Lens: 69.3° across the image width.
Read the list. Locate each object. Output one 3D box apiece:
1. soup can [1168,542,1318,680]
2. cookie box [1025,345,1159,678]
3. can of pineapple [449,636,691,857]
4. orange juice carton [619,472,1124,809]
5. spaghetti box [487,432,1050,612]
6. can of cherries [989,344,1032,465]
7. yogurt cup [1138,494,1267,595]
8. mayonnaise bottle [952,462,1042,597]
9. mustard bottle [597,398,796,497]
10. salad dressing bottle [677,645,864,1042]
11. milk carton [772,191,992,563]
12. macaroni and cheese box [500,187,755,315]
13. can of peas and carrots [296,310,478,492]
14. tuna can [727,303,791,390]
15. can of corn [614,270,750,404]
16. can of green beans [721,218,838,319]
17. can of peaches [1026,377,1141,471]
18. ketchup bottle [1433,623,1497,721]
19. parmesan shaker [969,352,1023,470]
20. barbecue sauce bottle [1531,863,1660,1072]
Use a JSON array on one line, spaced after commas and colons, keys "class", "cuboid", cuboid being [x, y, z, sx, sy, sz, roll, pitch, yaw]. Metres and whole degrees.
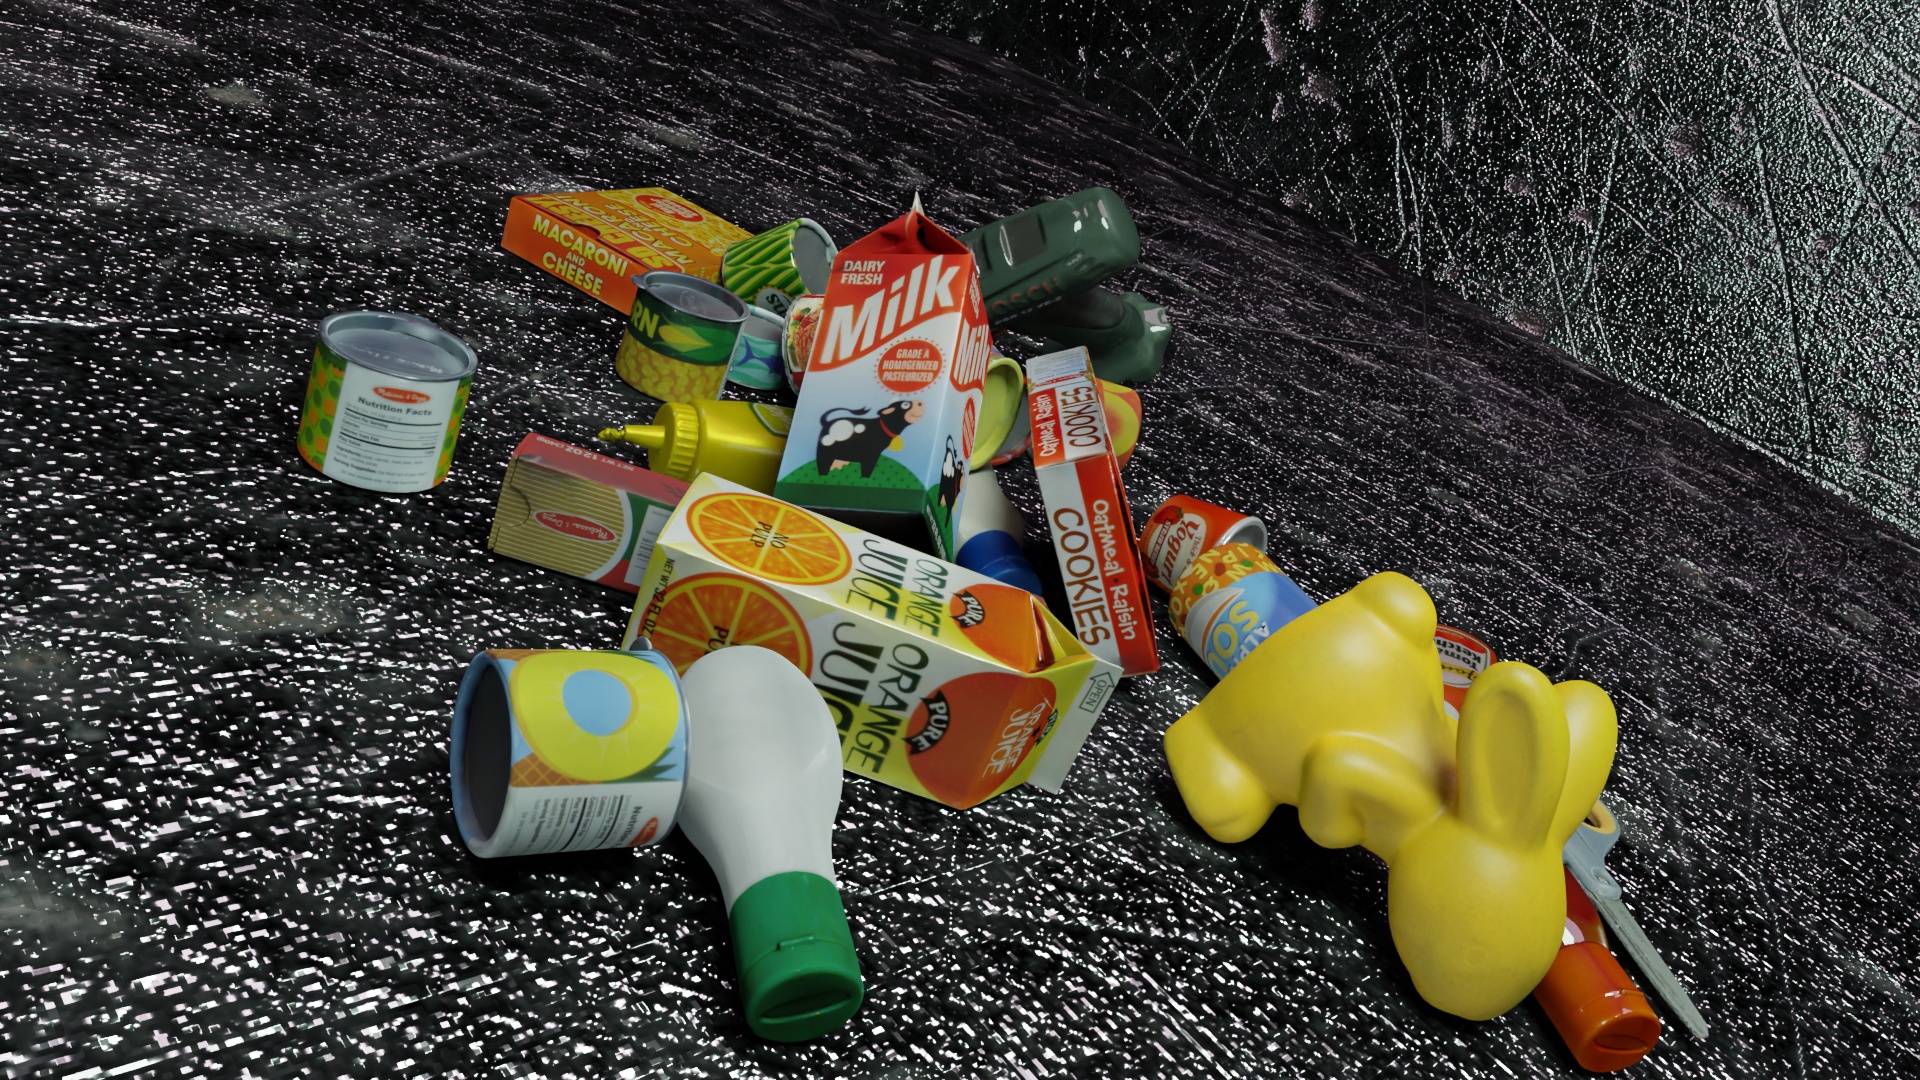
[{"class": "soup can", "cuboid": [0.158, 0.050, 0.750, 0.071, 0.071, 0.084, 8, 27, -32]}, {"class": "cookie box", "cuboid": [0.070, -0.019, 0.745, 0.040, 0.122, 0.168, -13, 24, 7]}, {"class": "can of pineapple", "cuboid": [-0.129, 0.067, 0.454, 0.058, 0.070, 0.071, 4, 30, -36]}, {"class": "orange juice carton", "cuboid": [-0.035, 0.047, 0.573, 0.193, 0.071, 0.073, 20, 24, -6]}, {"class": "spaghetti box", "cuboid": [-0.080, 0.016, 0.624, 0.250, 0.050, 0.029, 18, 25, -12]}, {"class": "can of cherries", "cuboid": [0.016, -0.090, 0.912, 0.071, 0.071, 0.058, 4, 30, -37]}, {"class": "yogurt cup", "cuboid": [0.142, 0.008, 0.827, 0.054, 0.072, 0.072, 30, 23, 34]}, {"class": "mayonnaise bottle", "cuboid": [0.003, -0.010, 0.765, 0.065, 0.041, 0.149, 7, 30, -24]}, {"class": "mustard bottle", "cuboid": [-0.109, -0.045, 0.727, 0.160, 0.048, 0.065, 7, 26, -32]}, {"class": "salad dressing bottle", "cuboid": [-0.066, 0.098, 0.472, 0.064, 0.043, 0.148, -8, 37, -13]}, {"class": "milk carton", "cuboid": [-0.031, -0.079, 0.690, 0.073, 0.072, 0.191, 3, 60, 12]}, {"class": "macaroni and cheese box", "cuboid": [-0.216, -0.205, 0.974, 0.124, 0.040, 0.167, 29, 24, 14]}, {"class": "can of peas and carrots", "cuboid": [-0.256, -0.063, 0.621, 0.071, 0.058, 0.071, 20, 23, -9]}, {"class": "tuna can", "cuboid": [-0.138, -0.126, 0.889, 0.071, 0.032, 0.071, 20, 23, -9]}, {"class": "can of corn", "cuboid": [-0.167, -0.120, 0.818, 0.071, 0.058, 0.071, 20, 24, -9]}, {"class": "can of green beans", "cuboid": [-0.120, -0.181, 0.953, 0.057, 0.071, 0.071, -13, 8, 27]}, {"class": "can of peaches", "cuboid": [0.084, -0.080, 0.950, 0.058, 0.071, 0.071, 15, 25, -20]}, {"class": "ketchup bottle", "cuboid": [0.268, 0.092, 0.786, 0.065, 0.043, 0.149, 18, 22, 17]}, {"class": "parmesan shaker", "cuboid": [-0.027, -0.088, 0.779, 0.103, 0.071, 0.071, 27, 23, 27]}, {"class": "barbecue sauce bottle", "cuboid": [0.253, 0.165, 0.621, 0.065, 0.043, 0.149, 15, 26, -19]}]
